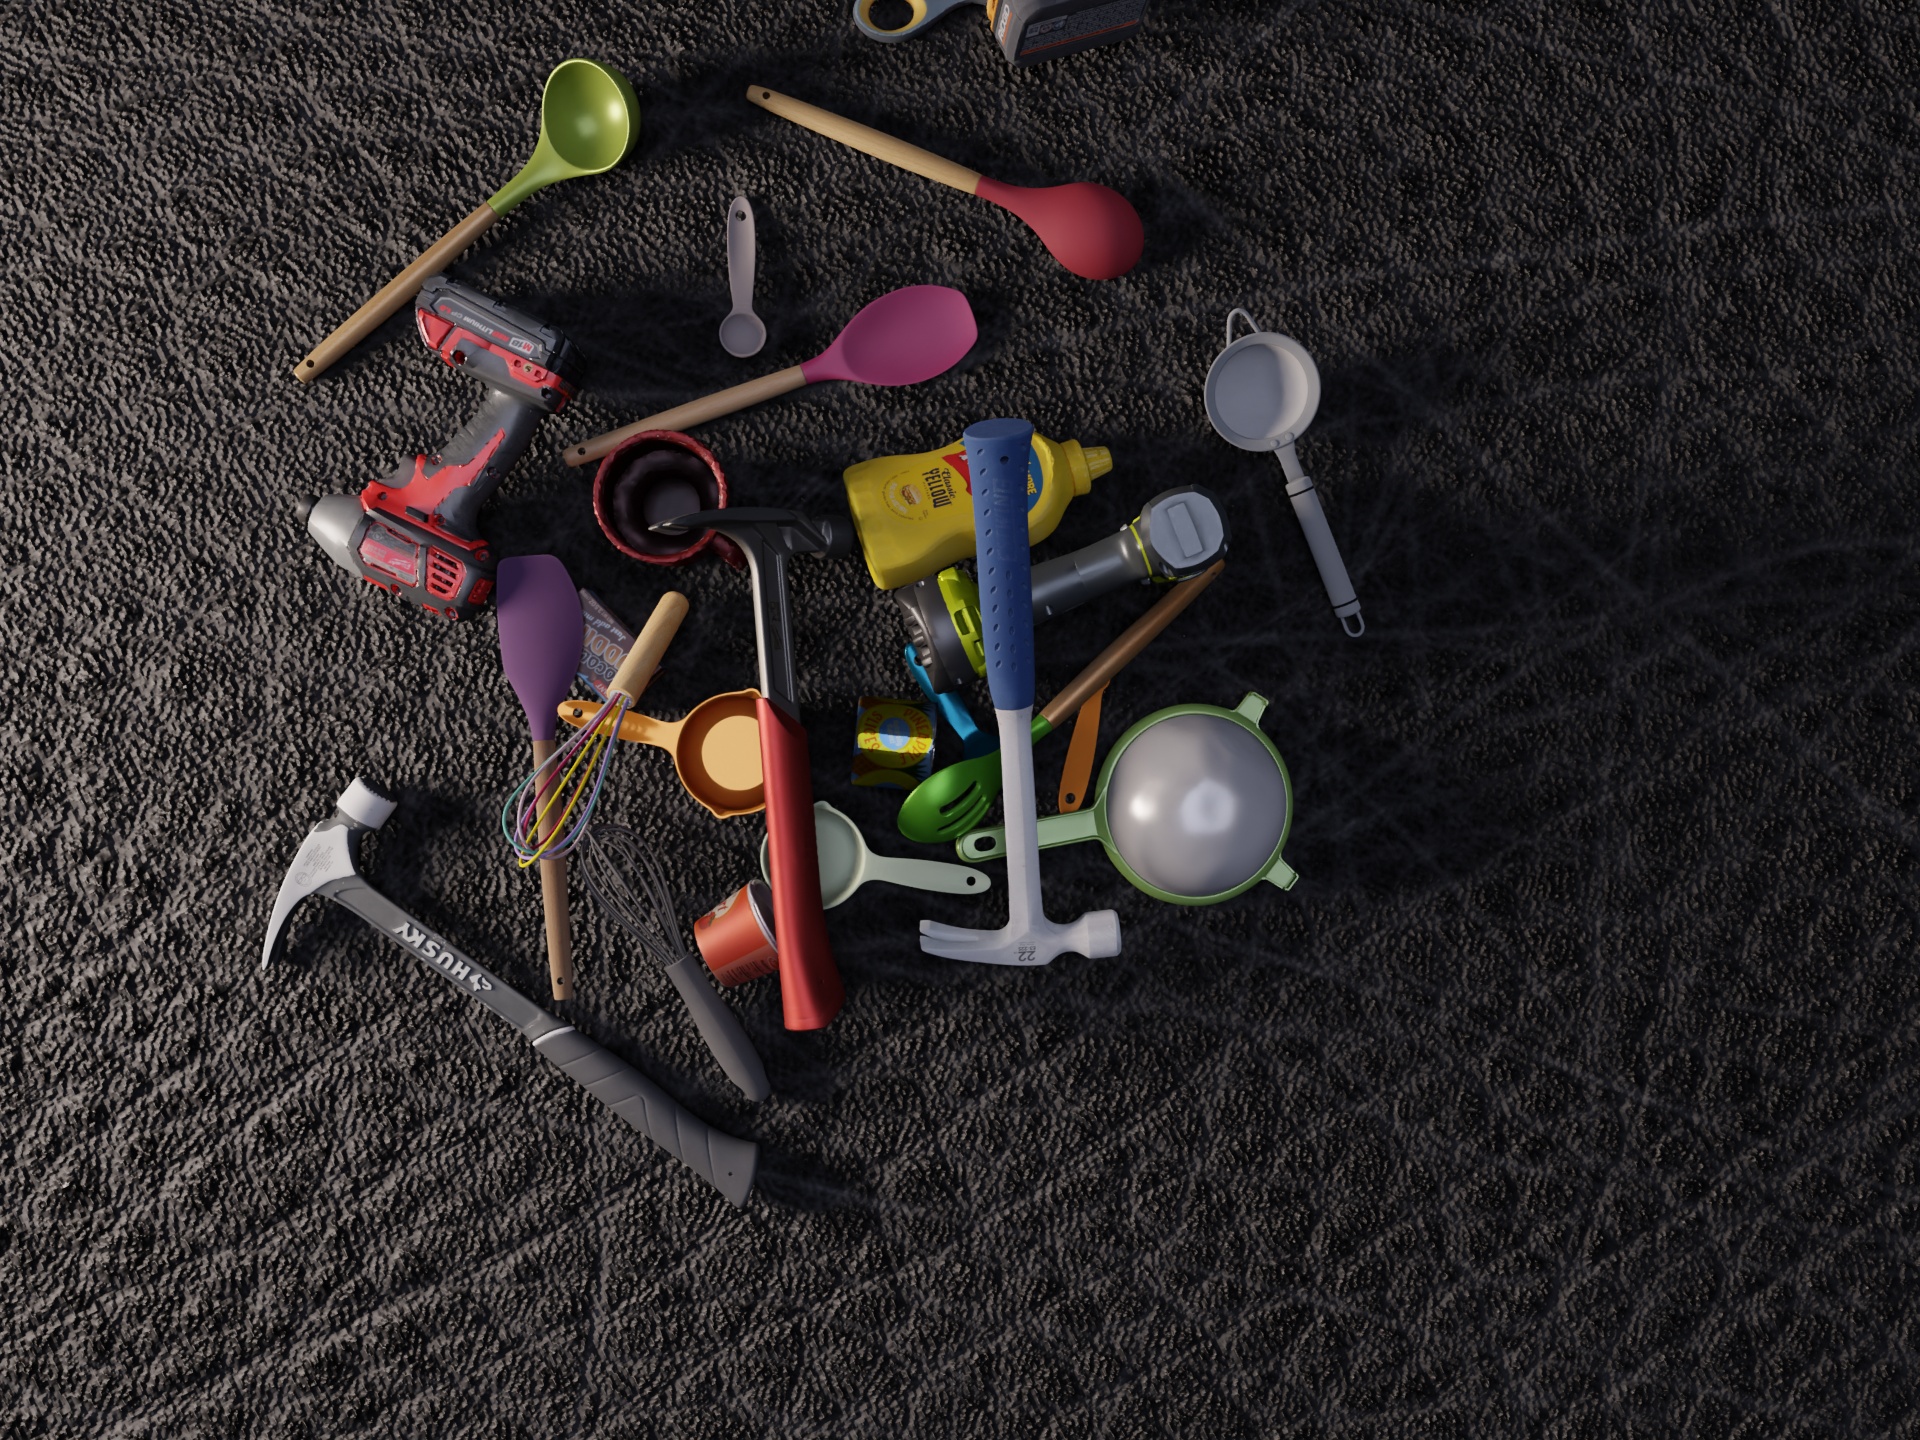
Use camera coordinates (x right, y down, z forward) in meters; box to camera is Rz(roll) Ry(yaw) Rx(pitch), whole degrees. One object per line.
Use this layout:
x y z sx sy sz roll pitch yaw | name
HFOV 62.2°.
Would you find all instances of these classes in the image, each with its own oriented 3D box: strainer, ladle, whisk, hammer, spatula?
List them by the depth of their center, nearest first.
0.030 0.000 1.055 0.144 0.035 0.405 -5 120 -1 | hammer
-0.244 0.001 1.085 0.051 0.047 0.245 21 52 0 | whisk
-0.128 0.034 1.093 0.149 0.037 0.359 -5 90 -39 | hammer
-0.291 0.040 1.128 0.059 0.018 0.316 -4 88 -6 | spatula
-0.359 -0.354 1.144 0.320 0.062 0.078 -41 91 0 | ladle
-0.313 0.220 1.147 0.409 0.036 0.149 37 88 -2 | hammer
-0.205 0.175 1.151 0.055 0.055 0.239 -31 95 -3 | whisk
0.125 0.072 1.152 0.256 0.069 0.151 -10 92 -6 | strainer
-0.010 -0.408 1.180 0.315 0.031 0.069 22 88 -1 | ladle
0.247 -0.181 1.183 0.087 0.050 0.258 -23 96 3 | strainer

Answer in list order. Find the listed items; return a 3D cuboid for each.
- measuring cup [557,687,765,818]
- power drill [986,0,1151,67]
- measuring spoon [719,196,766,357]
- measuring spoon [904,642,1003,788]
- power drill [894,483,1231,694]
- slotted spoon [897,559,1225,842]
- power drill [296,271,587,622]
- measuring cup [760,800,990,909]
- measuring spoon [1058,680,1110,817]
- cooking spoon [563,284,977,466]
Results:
-0.201 0.013 1.146 0.173 0.052 0.095 14 88 -3 | measuring cup
0.071 -0.608 1.156 0.185 0.084 0.226 -20 81 -12 | power drill
-0.161 -0.327 1.177 0.034 0.018 0.124 -1 82 -6 | measuring spoon
-0.002 -0.004 1.173 0.042 0.021 0.128 -35 93 -3 | measuring spoon
0.075 -0.096 1.117 0.223 0.171 0.080 -22 91 5 | power drill
0.080 -0.017 1.156 0.314 0.070 0.031 -42 50 -11 | slotted spoon
-0.370 -0.195 1.132 0.143 0.078 0.219 25 91 -2 | power drill
-0.062 0.106 1.162 0.167 0.038 0.083 9 89 -5 | measuring cup
0.091 0.015 1.187 0.021 0.011 0.117 12 92 -11 | measuring spoon
-0.140 -0.247 1.172 0.319 0.017 0.068 -20 97 -4 | cooking spoon
